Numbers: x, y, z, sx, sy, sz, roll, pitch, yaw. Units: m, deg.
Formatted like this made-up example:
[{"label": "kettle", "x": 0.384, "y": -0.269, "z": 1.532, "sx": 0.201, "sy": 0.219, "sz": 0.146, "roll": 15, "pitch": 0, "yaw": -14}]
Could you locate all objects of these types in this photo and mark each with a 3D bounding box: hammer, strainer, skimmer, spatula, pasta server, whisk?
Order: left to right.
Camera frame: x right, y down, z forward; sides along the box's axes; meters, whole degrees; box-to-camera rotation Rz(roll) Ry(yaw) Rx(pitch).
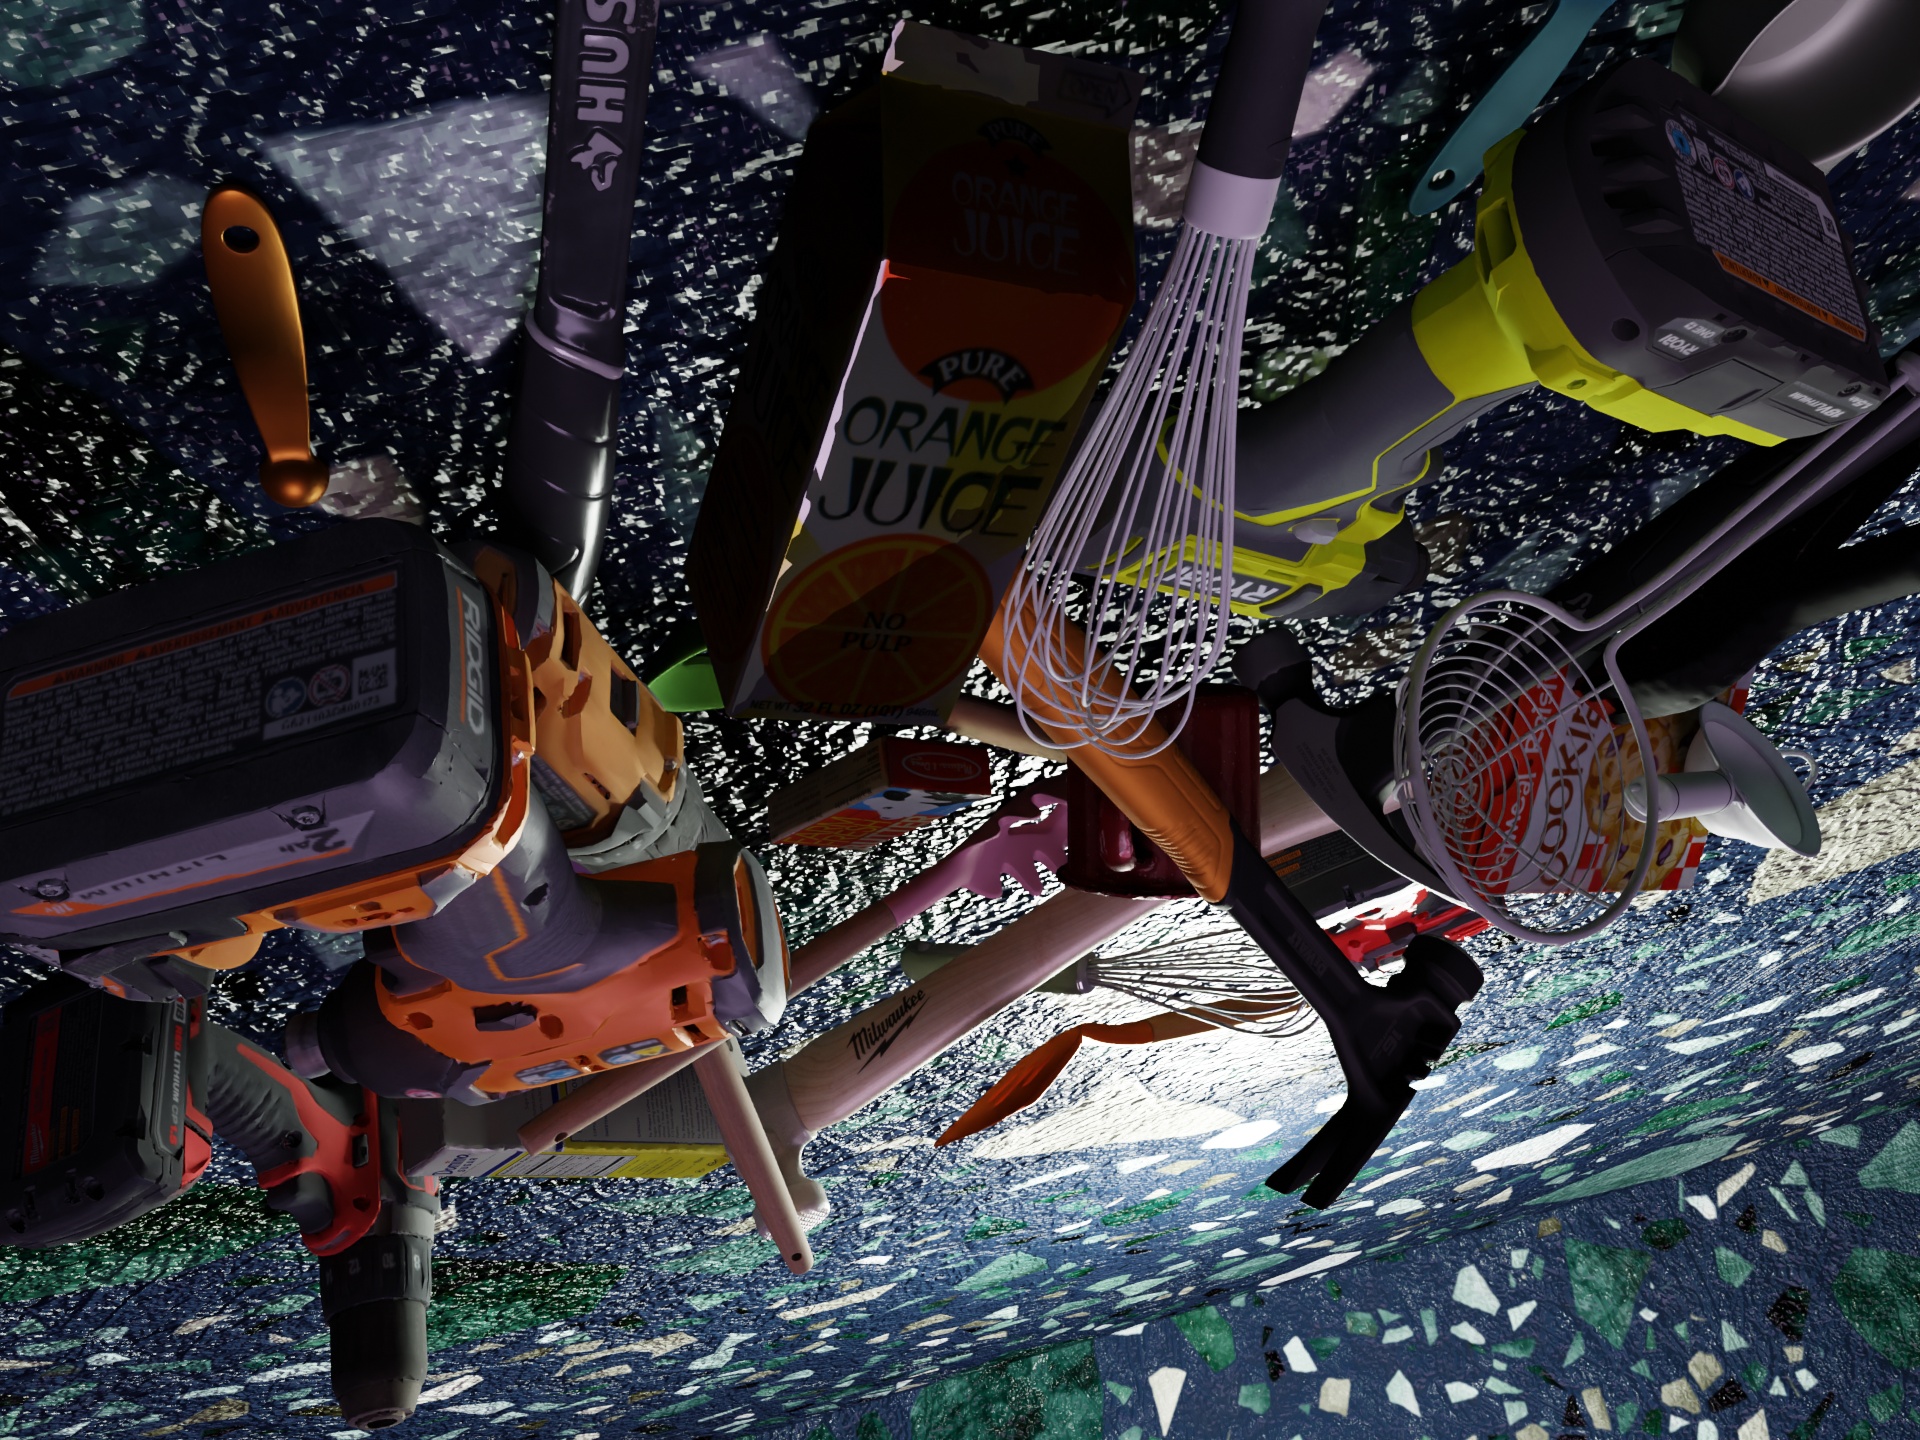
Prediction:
[{"label": "hammer", "x": -0.105, "y": -0.113, "z": 0.419, "sx": 0.149, "sy": 0.036, "sz": 0.408, "roll": -3, "pitch": 148, "yaw": -20}, {"label": "spatula", "x": -0.114, "y": 0.139, "z": 0.711, "sx": 0.060, "sy": 0.018, "sz": 0.315, "roll": -20, "pitch": 120, "yaw": -9}, {"label": "pasta server", "x": -0.050, "y": 0.105, "z": 0.711, "sx": 0.316, "sy": 0.040, "sz": 0.060, "roll": -30, "pitch": 140, "yaw": -25}, {"label": "hammer", "x": 0.045, "y": 0.101, "z": 0.810, "sx": 0.410, "sy": 0.146, "sz": 0.038, "roll": -32, "pitch": 149, "yaw": 8}, {"label": "whisk", "x": 0.074, "y": 0.132, "z": 0.837, "sx": 0.246, "sy": 0.059, "sz": 0.058, "roll": -1, "pitch": -168, "yaw": 30}, {"label": "hammer", "x": 0.079, "y": 0.043, "z": 0.599, "sx": 0.127, "sy": 0.034, "sz": 0.336, "roll": -50, "pitch": 115, "yaw": -17}, {"label": "spatula", "x": 0.122, "y": 0.180, "z": 0.888, "sx": 0.322, "sy": 0.041, "sz": 0.081, "roll": -2, "pitch": 156, "yaw": -40}, {"label": "whisk", "x": 0.064, "y": -0.108, "z": 0.425, "sx": 0.070, "sy": 0.070, "sz": 0.284, "roll": -3, "pitch": 126, "yaw": -22}, {"label": "hammer", "x": 0.278, "y": -0.059, "z": 0.627, "sx": 0.334, "sy": 0.146, "sz": 0.035, "roll": -36, "pitch": 153, "yaw": 17}, {"label": "strainer", "x": 0.333, "y": 0.031, "z": 0.708, "sx": 0.050, "sy": 0.087, "sz": 0.258, "roll": -39, "pitch": 157, "yaw": 31}, {"label": "skimmer", "x": 0.299, "y": -0.072, "z": 0.547, "sx": 0.363, "sy": 0.090, "sz": 0.127, "roll": -42, "pitch": 104, "yaw": 9}]

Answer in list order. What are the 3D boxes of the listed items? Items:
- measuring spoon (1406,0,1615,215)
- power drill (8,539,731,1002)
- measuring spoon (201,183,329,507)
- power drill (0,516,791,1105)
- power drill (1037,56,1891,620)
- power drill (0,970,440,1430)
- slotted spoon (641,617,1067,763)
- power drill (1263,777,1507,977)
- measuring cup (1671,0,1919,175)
[{"label": "measuring spoon", "x": 0.158, "y": -0.191, "z": 0.442, "sx": 0.042, "sy": 0.021, "sz": 0.128, "roll": -5, "pitch": 158, "yaw": -20}, {"label": "power drill", "x": -0.200, "y": 0.032, "z": 0.540, "sx": 0.226, "sy": 0.084, "sz": 0.185, "roll": -14, "pitch": 147, "yaw": 11}, {"label": "measuring spoon", "x": -0.187, "y": -0.095, "z": 0.430, "sx": 0.021, "sy": 0.011, "sz": 0.116, "roll": -6, "pitch": 149, "yaw": -17}, {"label": "power drill", "x": -0.156, "y": 0.050, "z": 0.440, "sx": 0.164, "sy": 0.084, "sz": 0.226, "roll": -16, "pitch": 150, "yaw": 6}, {"label": "power drill", "x": 0.155, "y": -0.095, "z": 0.508, "sx": 0.171, "sy": 0.080, "sz": 0.223, "roll": 8, "pitch": 158, "yaw": -35}, {"label": "power drill", "x": -0.320, "y": 0.215, "z": 0.725, "sx": 0.080, "sy": 0.188, "sz": 0.226, "roll": -23, "pitch": 146, "yaw": 11}, {"label": "slotted spoon", "x": -0.001, "y": -0.002, "z": 0.669, "sx": 0.070, "sy": 0.031, "sz": 0.313, "roll": -32, "pitch": 149, "yaw": 34}, {"label": "power drill", "x": 0.223, "y": 0.095, "z": 0.902, "sx": 0.143, "sy": 0.079, "sz": 0.219, "roll": -25, "pitch": 152, "yaw": 16}, {"label": "measuring cup", "x": 0.245, "y": -0.175, "z": 0.486, "sx": 0.083, "sy": 0.038, "sz": 0.167, "roll": -16, "pitch": 153, "yaw": 0}]
